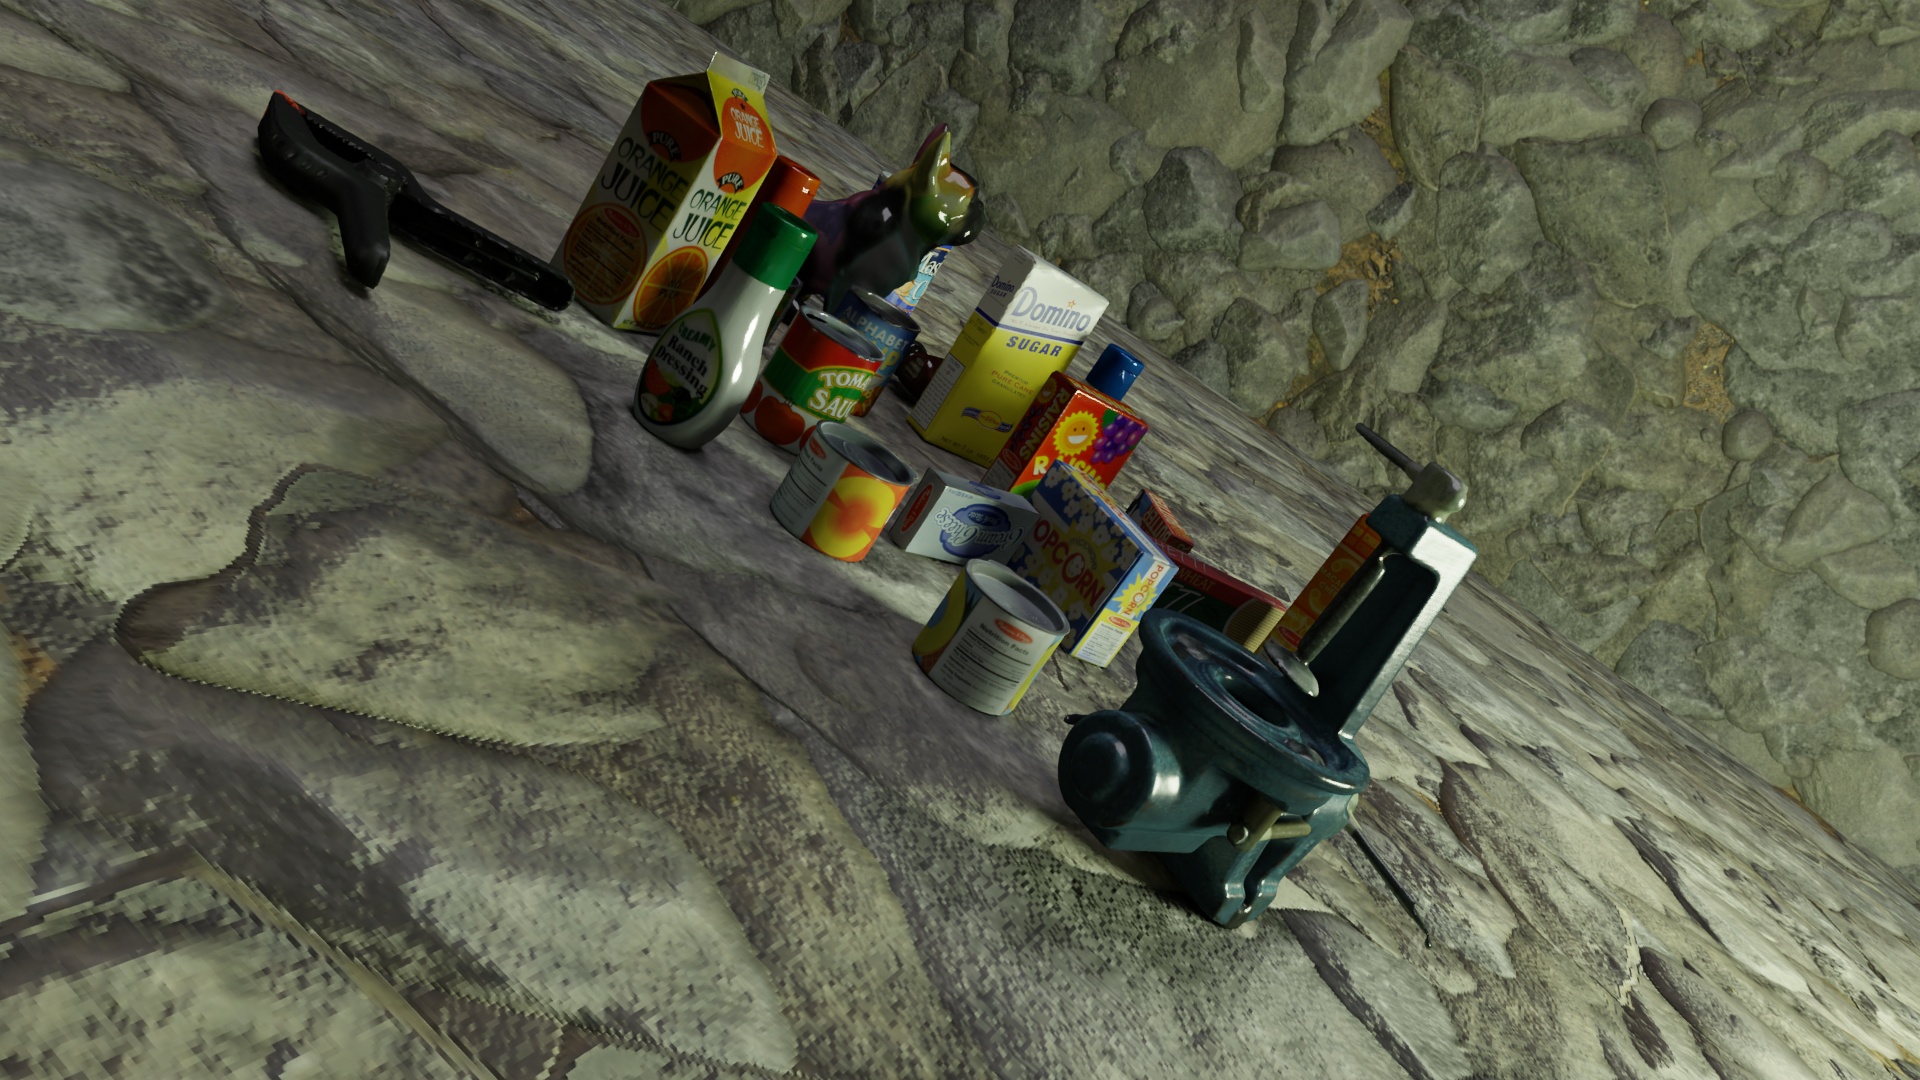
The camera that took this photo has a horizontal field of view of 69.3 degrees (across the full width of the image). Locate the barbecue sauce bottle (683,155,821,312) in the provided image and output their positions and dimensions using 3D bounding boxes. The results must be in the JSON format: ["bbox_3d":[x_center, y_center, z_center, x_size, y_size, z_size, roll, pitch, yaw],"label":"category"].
[{"bbox_3d":[-0.153,-0.206,1.008,0.044,0.148,0.065,38,16,14],"label":"barbecue sauce bottle"}]

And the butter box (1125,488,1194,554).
[{"bbox_3d":[0.165,-0.001,1.203,0.024,0.053,0.104,28,17,-20],"label":"butter box"}]

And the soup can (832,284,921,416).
[{"bbox_3d":[-0.081,-0.149,1.101,0.071,0.083,0.071,31,16,-10],"label":"soup can"}]

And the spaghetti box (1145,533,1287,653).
[{"bbox_3d":[0.162,0.031,1.108,0.250,0.050,0.029,24,18,-30],"label":"spaghetti box"}]

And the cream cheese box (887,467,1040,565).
[{"bbox_3d":[0.003,-0.012,0.918,0.104,0.053,0.024,14,25,-50],"label":"cream cheese box"}]

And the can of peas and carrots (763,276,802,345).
[{"bbox_3d":[-0.172,-0.199,1.116,0.071,0.058,0.071,31,16,-10],"label":"can of peas and carrots"}]

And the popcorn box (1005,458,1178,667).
[{"bbox_3d":[0.081,0.014,0.937,0.038,0.085,0.127,22,19,-36],"label":"popcorn box"}]

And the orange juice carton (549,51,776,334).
[{"bbox_3d":[-0.194,-0.239,0.945,0.073,0.192,0.072,38,16,16],"label":"orange juice carton"}]

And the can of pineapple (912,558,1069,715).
[{"bbox_3d":[0.016,0.051,0.750,0.071,0.057,0.071,31,16,-10],"label":"can of pineapple"}]

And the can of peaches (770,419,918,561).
[{"bbox_3d":[-0.068,-0.028,0.819,0.071,0.058,0.071,31,16,-10],"label":"can of peaches"}]

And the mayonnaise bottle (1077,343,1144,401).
[{"bbox_3d":[0.101,-0.098,1.190,0.065,0.147,0.041,21,20,-40],"label":"mayonnaise bottle"}]

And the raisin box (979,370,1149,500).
[{"bbox_3d":[0.077,-0.060,1.075,0.086,0.123,0.040,22,19,-37],"label":"raisin box"}]

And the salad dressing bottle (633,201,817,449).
[{"bbox_3d":[-0.135,-0.124,0.806,0.064,0.147,0.044,41,17,23],"label":"salad dressing bottle"}]

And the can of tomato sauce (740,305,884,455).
[{"bbox_3d":[-0.099,-0.105,0.937,0.071,0.083,0.071,31,16,-10],"label":"can of tomato sauce"}]

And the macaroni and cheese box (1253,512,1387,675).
[{"bbox_3d":[0.283,0.055,1.064,0.040,0.166,0.124,40,17,21],"label":"macaroni and cheese box"}]
